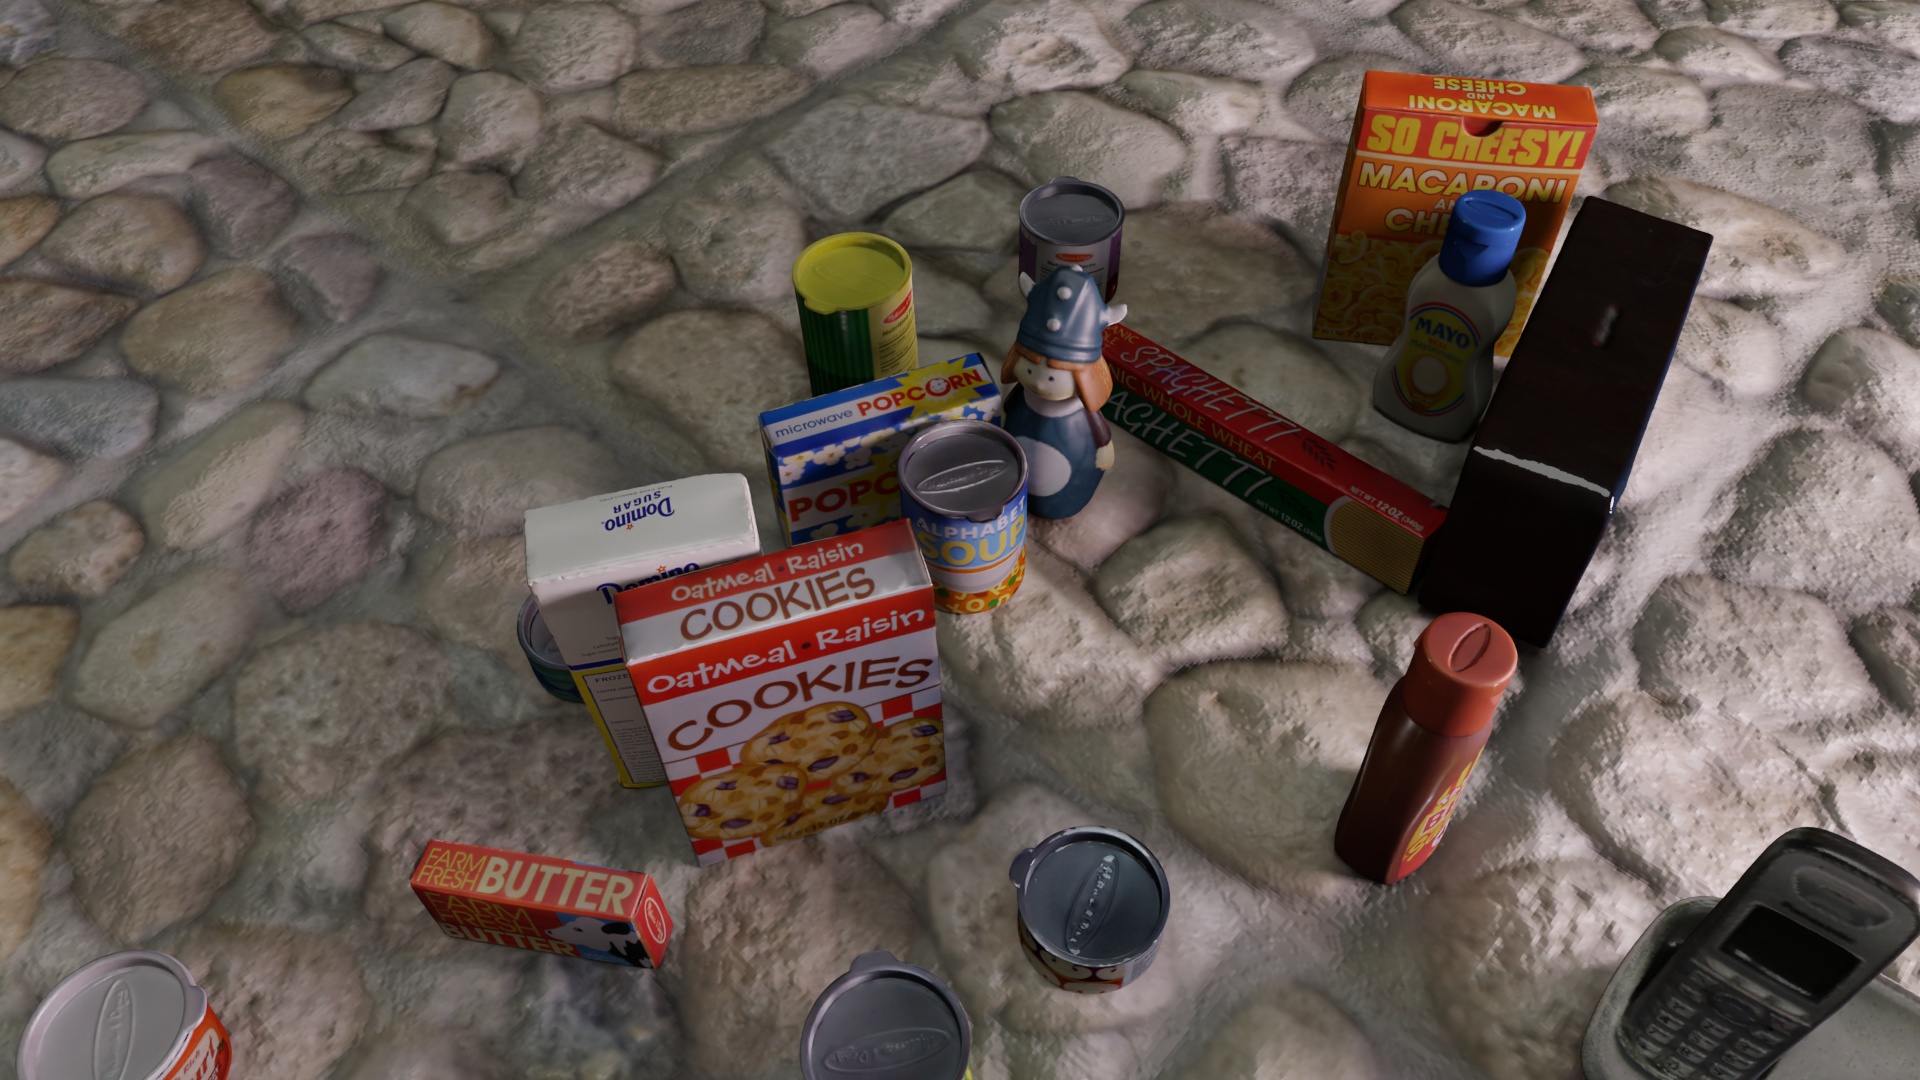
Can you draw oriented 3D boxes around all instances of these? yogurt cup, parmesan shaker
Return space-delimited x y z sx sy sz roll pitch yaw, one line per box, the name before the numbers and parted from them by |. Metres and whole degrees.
yogurt cup | -0.338 0.210 0.569 0.072 0.053 0.073 -1 50 1
parmesan shaker | -0.060 -0.115 0.803 0.071 0.102 0.072 -1 50 1

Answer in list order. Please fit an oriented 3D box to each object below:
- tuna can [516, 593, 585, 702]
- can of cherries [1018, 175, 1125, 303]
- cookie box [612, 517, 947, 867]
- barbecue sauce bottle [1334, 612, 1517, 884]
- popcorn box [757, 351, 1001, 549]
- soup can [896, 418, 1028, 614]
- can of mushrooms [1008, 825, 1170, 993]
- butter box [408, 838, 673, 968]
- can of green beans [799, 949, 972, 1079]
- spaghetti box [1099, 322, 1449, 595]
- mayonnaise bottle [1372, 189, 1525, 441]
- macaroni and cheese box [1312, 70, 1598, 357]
tuna can | -0.193 0.047 0.716 0.071 0.032 0.071 -1 50 1
can of cherries | 0.070 -0.189 0.890 0.071 0.058 0.072 -1 50 1
cookie box | -0.072 0.070 0.605 0.123 0.166 0.040 -15 51 -10
barbecue sauce bottle | 0.199 0.088 0.594 0.044 0.147 0.065 33 58 26
popcorn box | -0.041 -0.045 0.755 0.127 0.084 0.038 -17 52 -12
soup can | 0.003 -0.009 0.724 0.071 0.083 0.072 -1 50 1
can of mushrooms | 0.056 0.161 0.611 0.071 0.033 0.071 -1 50 1
butter box | -0.182 0.159 0.608 0.103 0.052 0.024 7 51 8
can of green beans | -0.028 0.212 0.556 0.071 0.057 0.071 -1 50 1
spaghetti box | 0.154 -0.056 0.781 0.250 0.050 0.029 35 59 27
mayonnaise bottle | 0.274 -0.124 0.770 0.065 0.147 0.041 29 57 23
macaroni and cheese box | 0.282 -0.186 0.811 0.124 0.165 0.040 7 51 8
